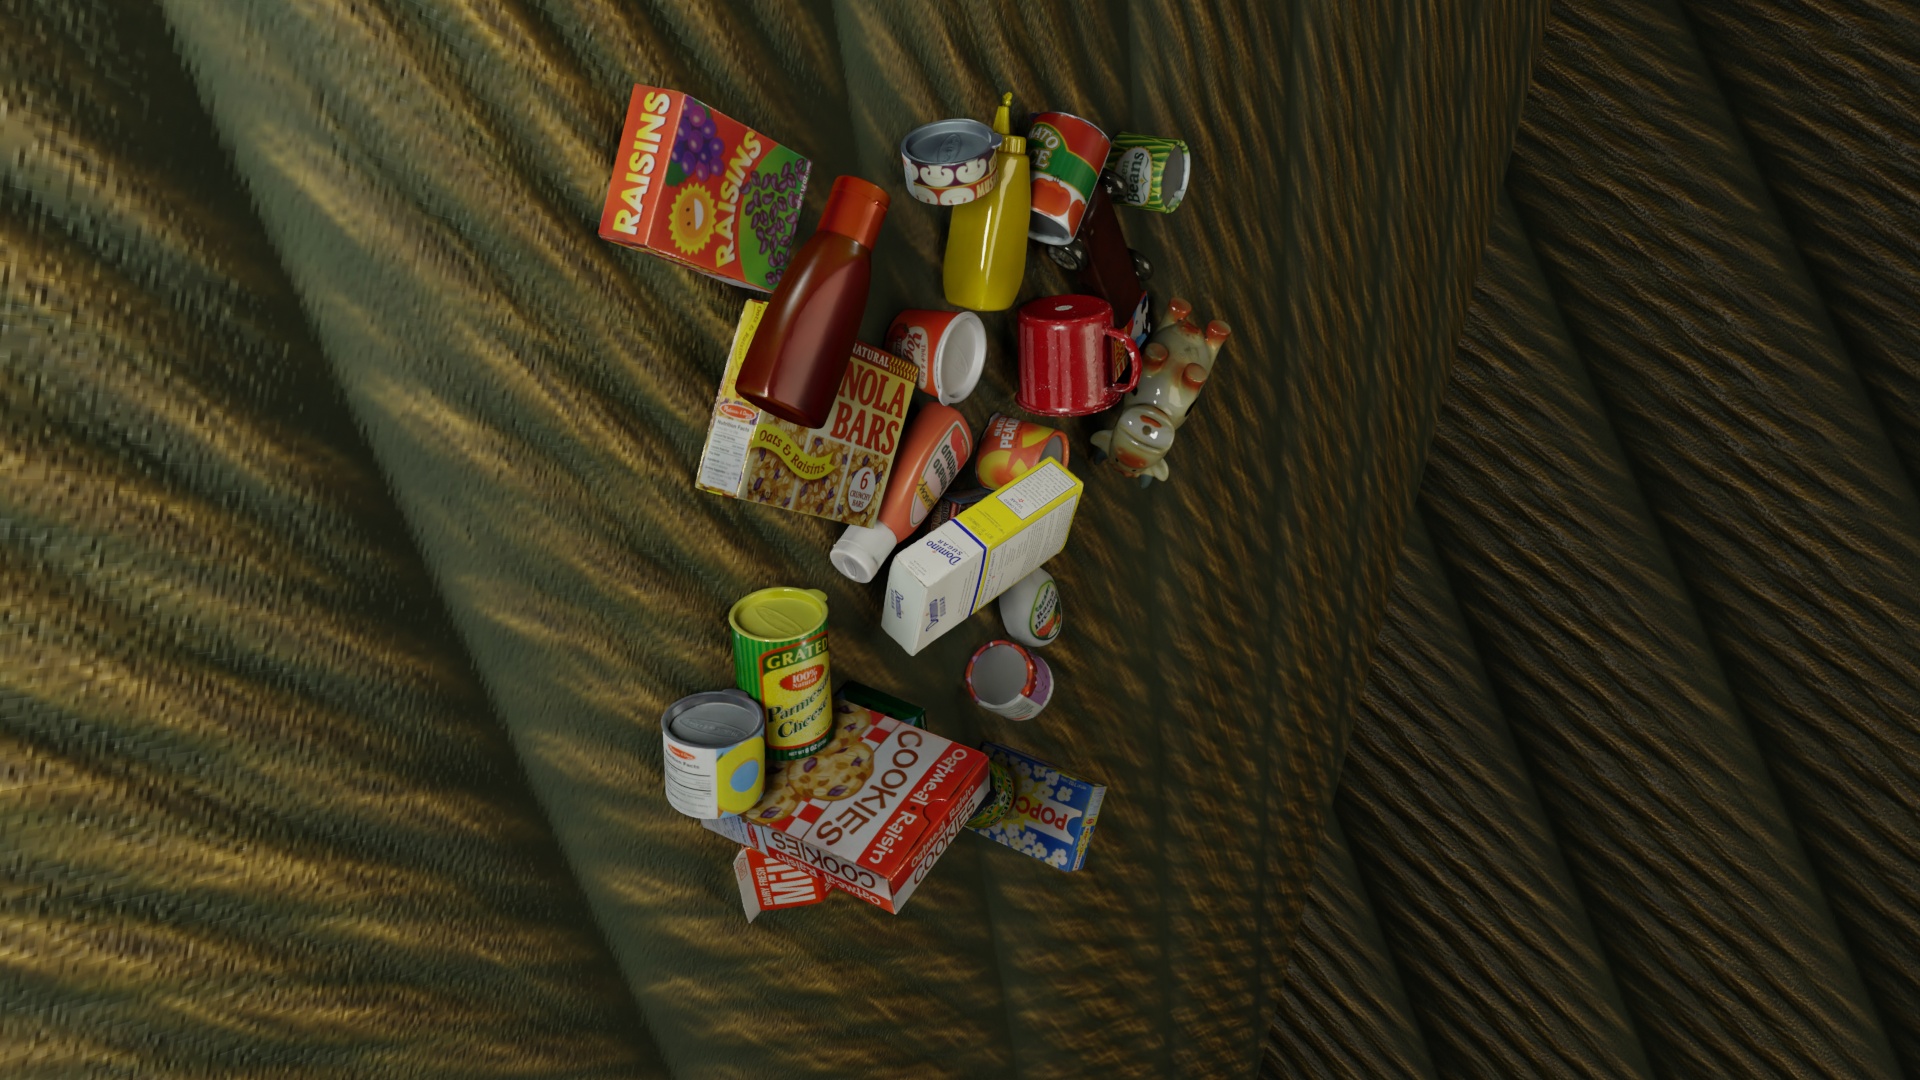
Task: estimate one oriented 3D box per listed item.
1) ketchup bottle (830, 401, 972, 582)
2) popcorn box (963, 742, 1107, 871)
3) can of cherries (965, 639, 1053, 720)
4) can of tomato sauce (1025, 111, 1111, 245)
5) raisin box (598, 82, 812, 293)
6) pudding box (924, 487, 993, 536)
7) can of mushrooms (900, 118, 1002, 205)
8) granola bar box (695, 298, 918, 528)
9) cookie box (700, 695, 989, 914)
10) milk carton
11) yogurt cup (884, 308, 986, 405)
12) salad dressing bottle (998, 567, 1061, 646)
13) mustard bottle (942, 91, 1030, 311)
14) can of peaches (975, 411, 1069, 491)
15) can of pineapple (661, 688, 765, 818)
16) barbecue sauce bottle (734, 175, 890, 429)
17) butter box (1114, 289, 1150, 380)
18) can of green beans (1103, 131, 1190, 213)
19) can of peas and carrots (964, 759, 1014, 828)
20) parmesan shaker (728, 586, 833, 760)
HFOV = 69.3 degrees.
[{"bbox_3d":[-0.045,-0.035,1.052,0.149,0.043,0.064,-56,152,-28],"label":"ketchup bottle"},{"bbox_3d":[0.068,0.253,1.329,0.038,0.127,0.085,18,89,-58],"label":"popcorn box"},{"bbox_3d":[0.045,0.127,1.286,0.058,0.071,0.071,35,75,-60],"label":"can of cherries"},{"bbox_3d":[0.073,-0.288,1.103,0.071,0.071,0.083,36,74,-61],"label":"can of tomato sauce"},{"bbox_3d":[-0.142,-0.196,0.789,0.123,0.040,0.086,6,101,-63],"label":"raisin box"},{"bbox_3d":[0.004,-0.015,1.167,0.084,0.030,0.049,-10,115,-59],"label":"pudding box"},{"bbox_3d":[-0.005,-0.264,0.968,0.071,0.071,0.033,-49,146,-37],"label":"can of mushrooms"},{"bbox_3d":[-0.099,-0.080,0.933,0.165,0.039,0.124,14,92,-62],"label":"granola bar box"},{"bbox_3d":[-0.081,0.174,0.969,0.123,0.167,0.040,-47,142,-40],"label":"cookie box"},{"bbox_3d":[-0.104,0.198,1.042,0.191,0.073,0.072,-46,142,-40],"label":"milk carton"},{"bbox_3d":[-0.020,-0.140,1.027,0.073,0.054,0.072,-38,137,-47],"label":"yogurt cup"},{"bbox_3d":[0.058,0.041,1.281,0.064,0.044,0.147,-57,148,-26],"label":"salad dressing bottle"},{"bbox_3d":[0.024,-0.256,1.048,0.065,0.049,0.159,-17,120,-56],"label":"mustard bottle"},{"bbox_3d":[0.054,-0.072,1.196,0.071,0.058,0.071,-39,138,-47],"label":"can of peaches"},{"bbox_3d":[-0.161,0.140,0.914,0.071,0.071,0.057,-33,134,-51],"label":"can of pineapple"},{"bbox_3d":[-0.084,-0.146,0.838,0.065,0.044,0.148,29,79,-54],"label":"barbecue sauce bottle"},{"bbox_3d":[0.150,-0.193,1.340,0.104,0.024,0.053,-54,148,-31],"label":"butter box"},{"bbox_3d":[0.169,-0.333,1.258,0.071,0.058,0.071,-38,136,-47],"label":"can of green beans"},{"bbox_3d":[0.012,0.229,1.273,0.058,0.071,0.071,38,72,-61],"label":"can of peas and carrots"},{"bbox_3d":[-0.120,0.092,0.959,0.072,0.071,0.102,-38,137,-47],"label":"parmesan shaker"}]
